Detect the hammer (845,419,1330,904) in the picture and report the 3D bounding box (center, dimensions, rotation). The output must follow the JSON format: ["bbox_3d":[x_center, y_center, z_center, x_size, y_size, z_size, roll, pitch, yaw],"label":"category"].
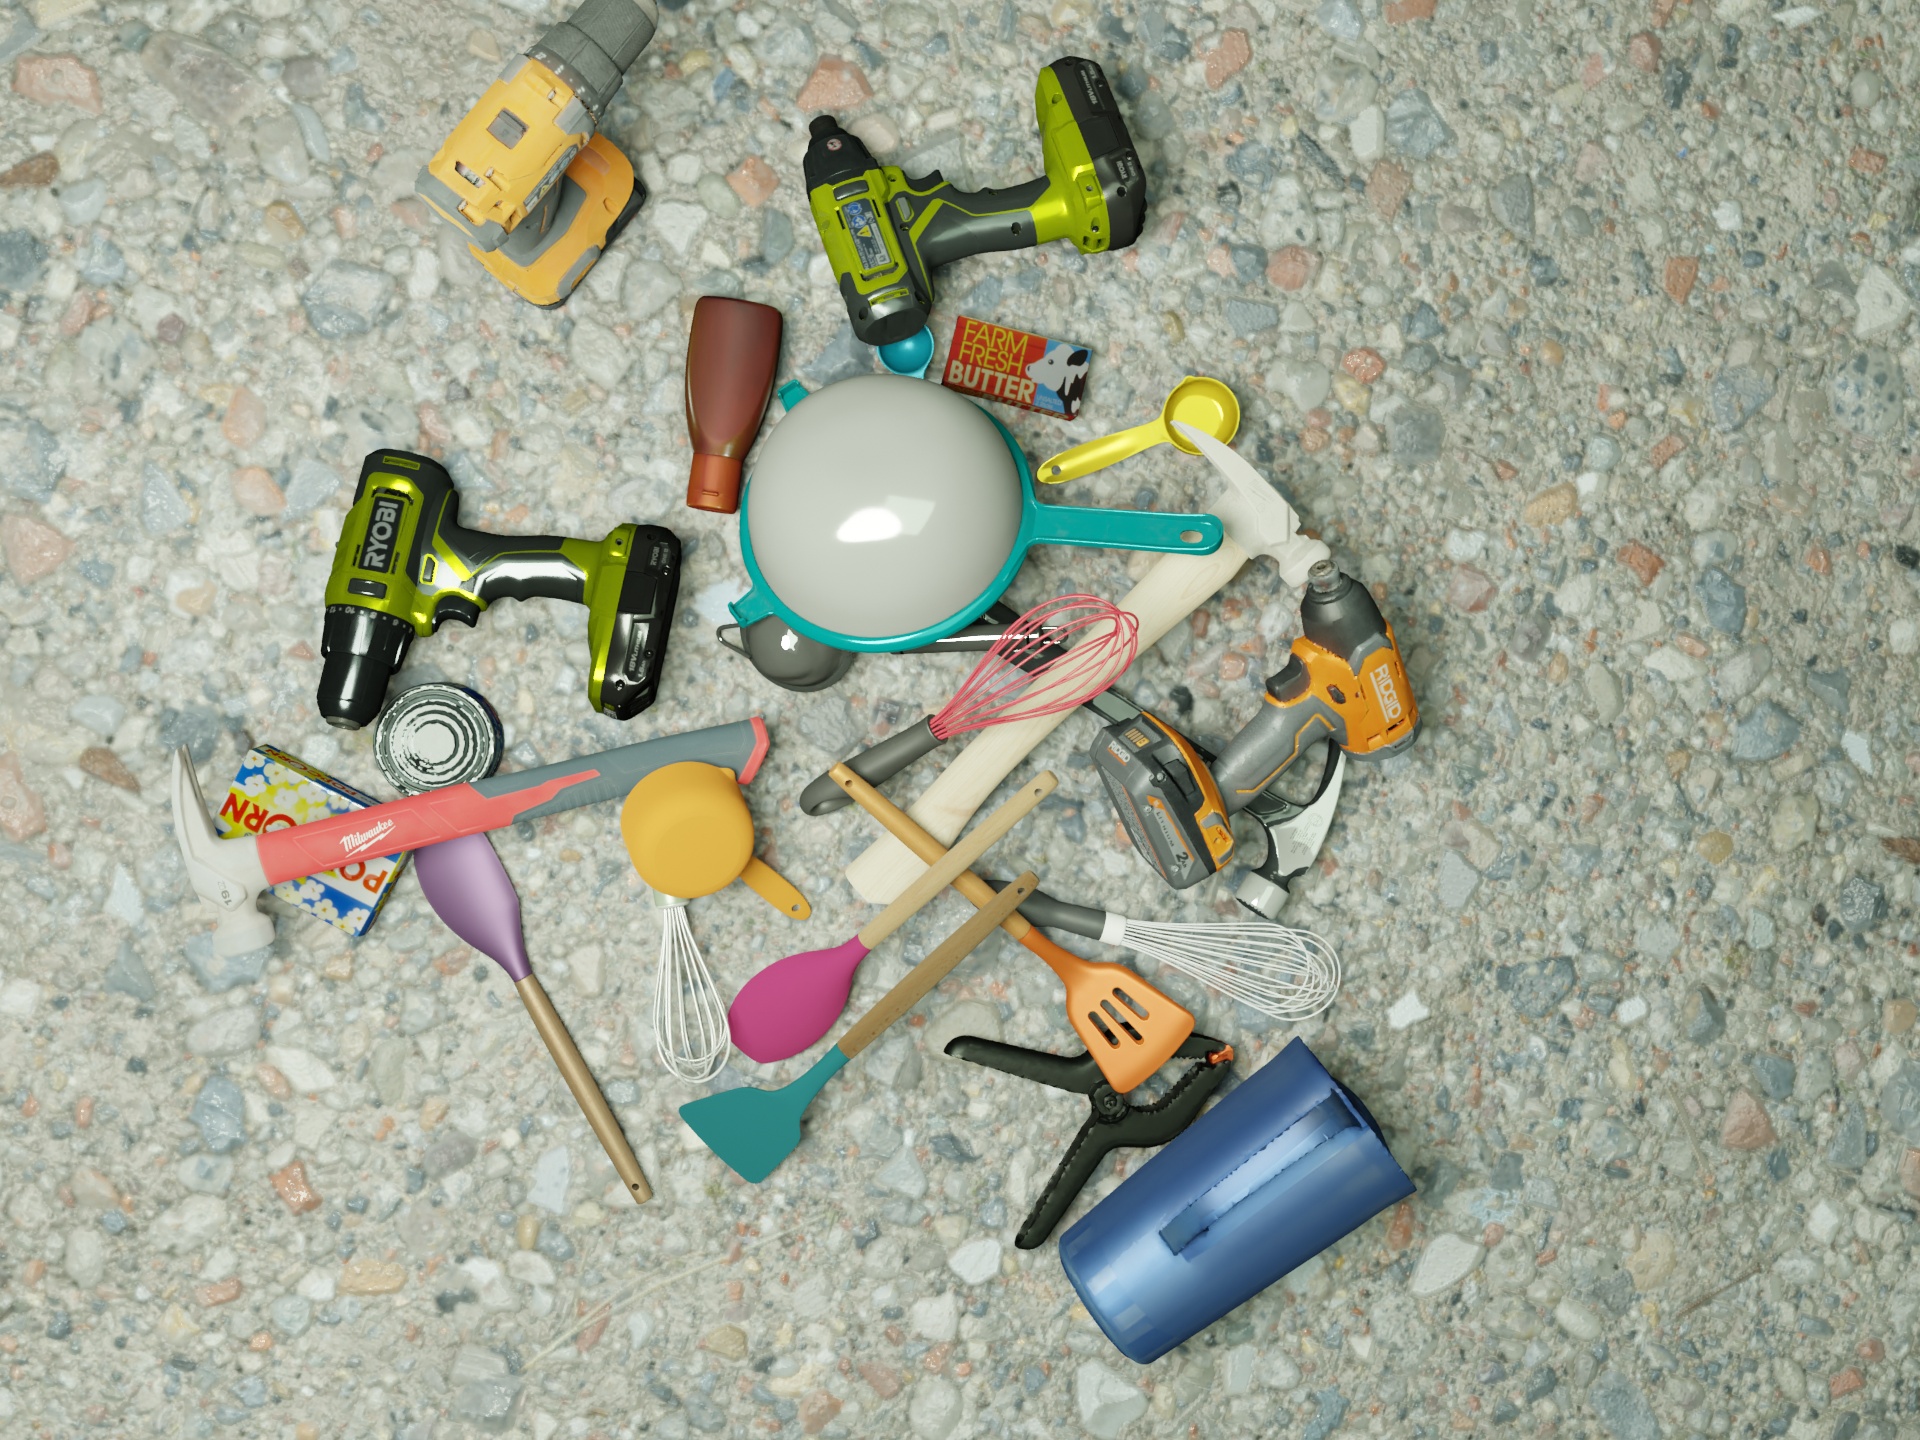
[{"bbox_3d":[0.065,-0.027,1.135,0.410,0.038,0.146,-44,94,7],"label":"hammer"}]

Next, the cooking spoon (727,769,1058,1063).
[{"bbox_3d":[-0.050,0.140,1.119,0.068,0.017,0.319,44,107,-12],"label":"cooking spoon"}]

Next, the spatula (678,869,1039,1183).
[{"bbox_3d":[-0.065,0.212,1.132,0.317,0.044,0.082,-42,99,5],"label":"spatula"}]

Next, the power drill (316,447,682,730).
[{"bbox_3d":[-0.318,-0.073,1.091,0.228,0.080,0.191,11,76,-6],"label":"power drill"}]

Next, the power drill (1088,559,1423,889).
[{"bbox_3d":[0.208,-0.002,1.108,0.226,0.084,0.164,-33,125,-7],"label":"power drill"}]

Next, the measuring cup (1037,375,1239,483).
[{"bbox_3d":[0.131,-0.209,1.187,0.156,0.029,0.062,-20,94,6],"label":"measuring cup"}]

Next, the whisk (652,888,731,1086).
[{"bbox_3d":[-0.206,0.140,1.140,0.058,0.059,0.246,-10,88,21],"label":"whisk"}]

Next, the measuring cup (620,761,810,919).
[{"bbox_3d":[-0.159,0.103,1.108,0.095,0.052,0.173,-44,121,4],"label":"measuring cup"}]

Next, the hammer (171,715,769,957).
[{"bbox_3d":[-0.324,0.042,1.083,0.386,0.038,0.143,-14,101,-12],"label":"hammer"}]

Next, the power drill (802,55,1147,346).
[{"bbox_3d":[0.005,-0.380,1.132,0.223,0.080,0.171,-19,78,-3],"label":"power drill"}]

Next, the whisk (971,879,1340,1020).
[{"bbox_3d":[0.143,0.163,1.178,0.284,0.070,0.070,14,90,-2],"label":"whisk"}]

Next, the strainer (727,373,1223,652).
[{"bbox_3d":[0.005,-0.152,1.066,0.340,0.095,0.211,6,70,12],"label":"strainer"}]

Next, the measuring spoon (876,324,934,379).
[{"bbox_3d":[-0.029,-0.232,1.170,0.042,0.021,0.128,-13,102,5],"label":"measuring spoon"}]

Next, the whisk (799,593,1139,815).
[{"bbox_3d":[-0.002,-0.004,1.098,0.296,0.073,0.073,-31,96,27],"label":"whisk"}]

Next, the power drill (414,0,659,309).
[{"bbox_3d":[-0.258,-0.369,1.030,0.084,0.226,0.185,38,87,-6],"label":"power drill"}]

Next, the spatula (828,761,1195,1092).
[{"bbox_3d":[0.029,0.139,1.134,0.322,0.041,0.081,42,99,-14],"label":"spatula"}]

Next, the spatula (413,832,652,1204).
[{"bbox_3d":[-0.303,0.208,1.141,0.060,0.018,0.316,-29,92,1],"label":"spatula"}]

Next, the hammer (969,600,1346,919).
[{"bbox_3d":[0.105,-0.022,1.179,0.409,0.036,0.149,34,86,-6],"label":"hammer"}]

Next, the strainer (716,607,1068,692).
[{"bbox_3d":[-0.053,-0.056,1.118,0.258,0.050,0.086,-2,119,9],"label":"strainer"}]
